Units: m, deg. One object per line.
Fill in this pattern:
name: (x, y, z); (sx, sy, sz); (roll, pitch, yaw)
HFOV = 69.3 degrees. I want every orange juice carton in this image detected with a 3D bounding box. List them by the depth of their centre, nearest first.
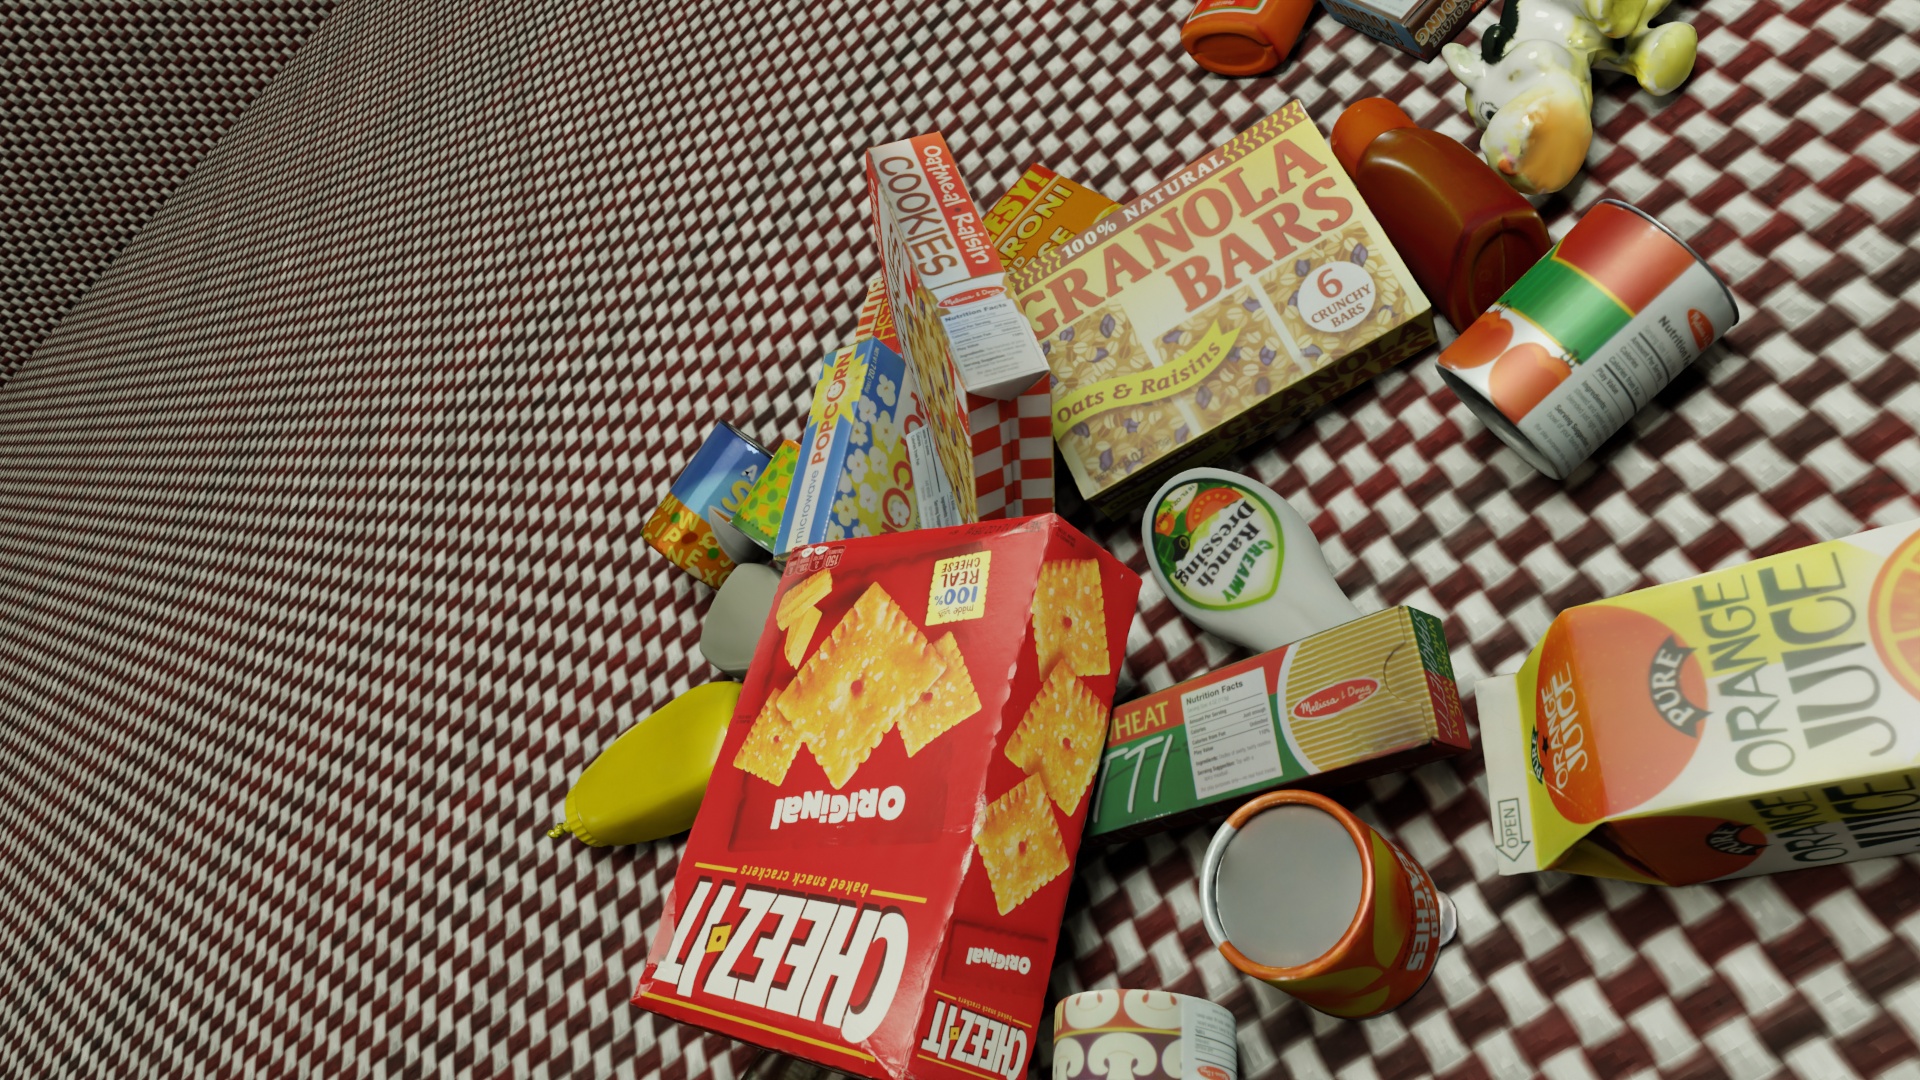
orange juice carton: (0.250, 0.050, 0.410); (0.192, 0.073, 0.072); (-20, 51, 33)

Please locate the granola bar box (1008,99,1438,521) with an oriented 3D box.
granola bar box: (0.110, -0.103, 0.629); (0.165, 0.039, 0.124); (-30, 64, 14)

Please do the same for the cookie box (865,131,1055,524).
cookie box: (-0.001, -0.089, 0.643); (0.040, 0.122, 0.168); (-15, 53, -6)

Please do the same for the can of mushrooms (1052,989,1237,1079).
can of mushrooms: (0.063, 0.185, 0.495); (0.071, 0.071, 0.033); (-18, 52, 34)

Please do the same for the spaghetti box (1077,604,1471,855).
spaghetti box: (0.076, 0.087, 0.544); (0.249, 0.029, 0.050); (-27, 58, 41)

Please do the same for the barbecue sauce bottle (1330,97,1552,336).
barbecue sauce bottle: (0.202, -0.147, 0.602); (0.044, 0.064, 0.149); (-17, 39, 4)

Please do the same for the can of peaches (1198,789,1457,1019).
can of peaches: (0.127, 0.126, 0.483); (0.071, 0.058, 0.071); (-24, 49, 31)

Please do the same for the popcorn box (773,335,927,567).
popcorn box: (-0.043, -0.030, 0.727); (0.038, 0.085, 0.127); (-13, 56, 40)

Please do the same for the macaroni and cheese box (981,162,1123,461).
macaroni and cheese box: (0.052, -0.123, 0.736); (0.123, 0.040, 0.167); (-50, 42, 3)

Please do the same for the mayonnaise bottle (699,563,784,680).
mayonnaise bottle: (-0.080, 0.057, 0.736); (0.148, 0.041, 0.065); (18, 81, 46)

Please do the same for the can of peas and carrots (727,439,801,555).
can of peas and carrots: (-0.084, -0.014, 0.769); (0.071, 0.071, 0.059); (28, 84, 49)

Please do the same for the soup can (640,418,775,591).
soup can: (-0.137, -0.018, 0.822); (0.084, 0.071, 0.071); (-55, 41, 0)

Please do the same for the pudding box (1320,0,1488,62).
pudding box: (0.220, -0.279, 0.696); (0.049, 0.030, 0.084); (-46, 41, 10)

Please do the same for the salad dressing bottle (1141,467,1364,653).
salad dressing bottle: (0.131, 0.026, 0.560); (0.064, 0.044, 0.148); (-49, 43, 8)

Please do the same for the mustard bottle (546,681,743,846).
mustard bottle: (-0.169, 0.132, 0.761); (0.160, 0.048, 0.065); (-29, 48, 27)

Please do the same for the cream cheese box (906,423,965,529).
cream cheese box: (0.002, -0.009, 0.695); (0.024, 0.053, 0.104); (-31, 46, 22)

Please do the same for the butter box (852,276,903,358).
butter box: (-0.040, -0.115, 0.829); (0.053, 0.024, 0.104); (-8, 58, 40)

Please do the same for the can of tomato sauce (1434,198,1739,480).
can of tomato sauce: (0.230, -0.075, 0.520); (0.083, 0.071, 0.071); (-45, 42, 11)

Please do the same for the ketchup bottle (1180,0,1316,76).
ketchup bottle: (0.178, -0.325, 0.757); (0.065, 0.043, 0.149); (15, 74, 49)
